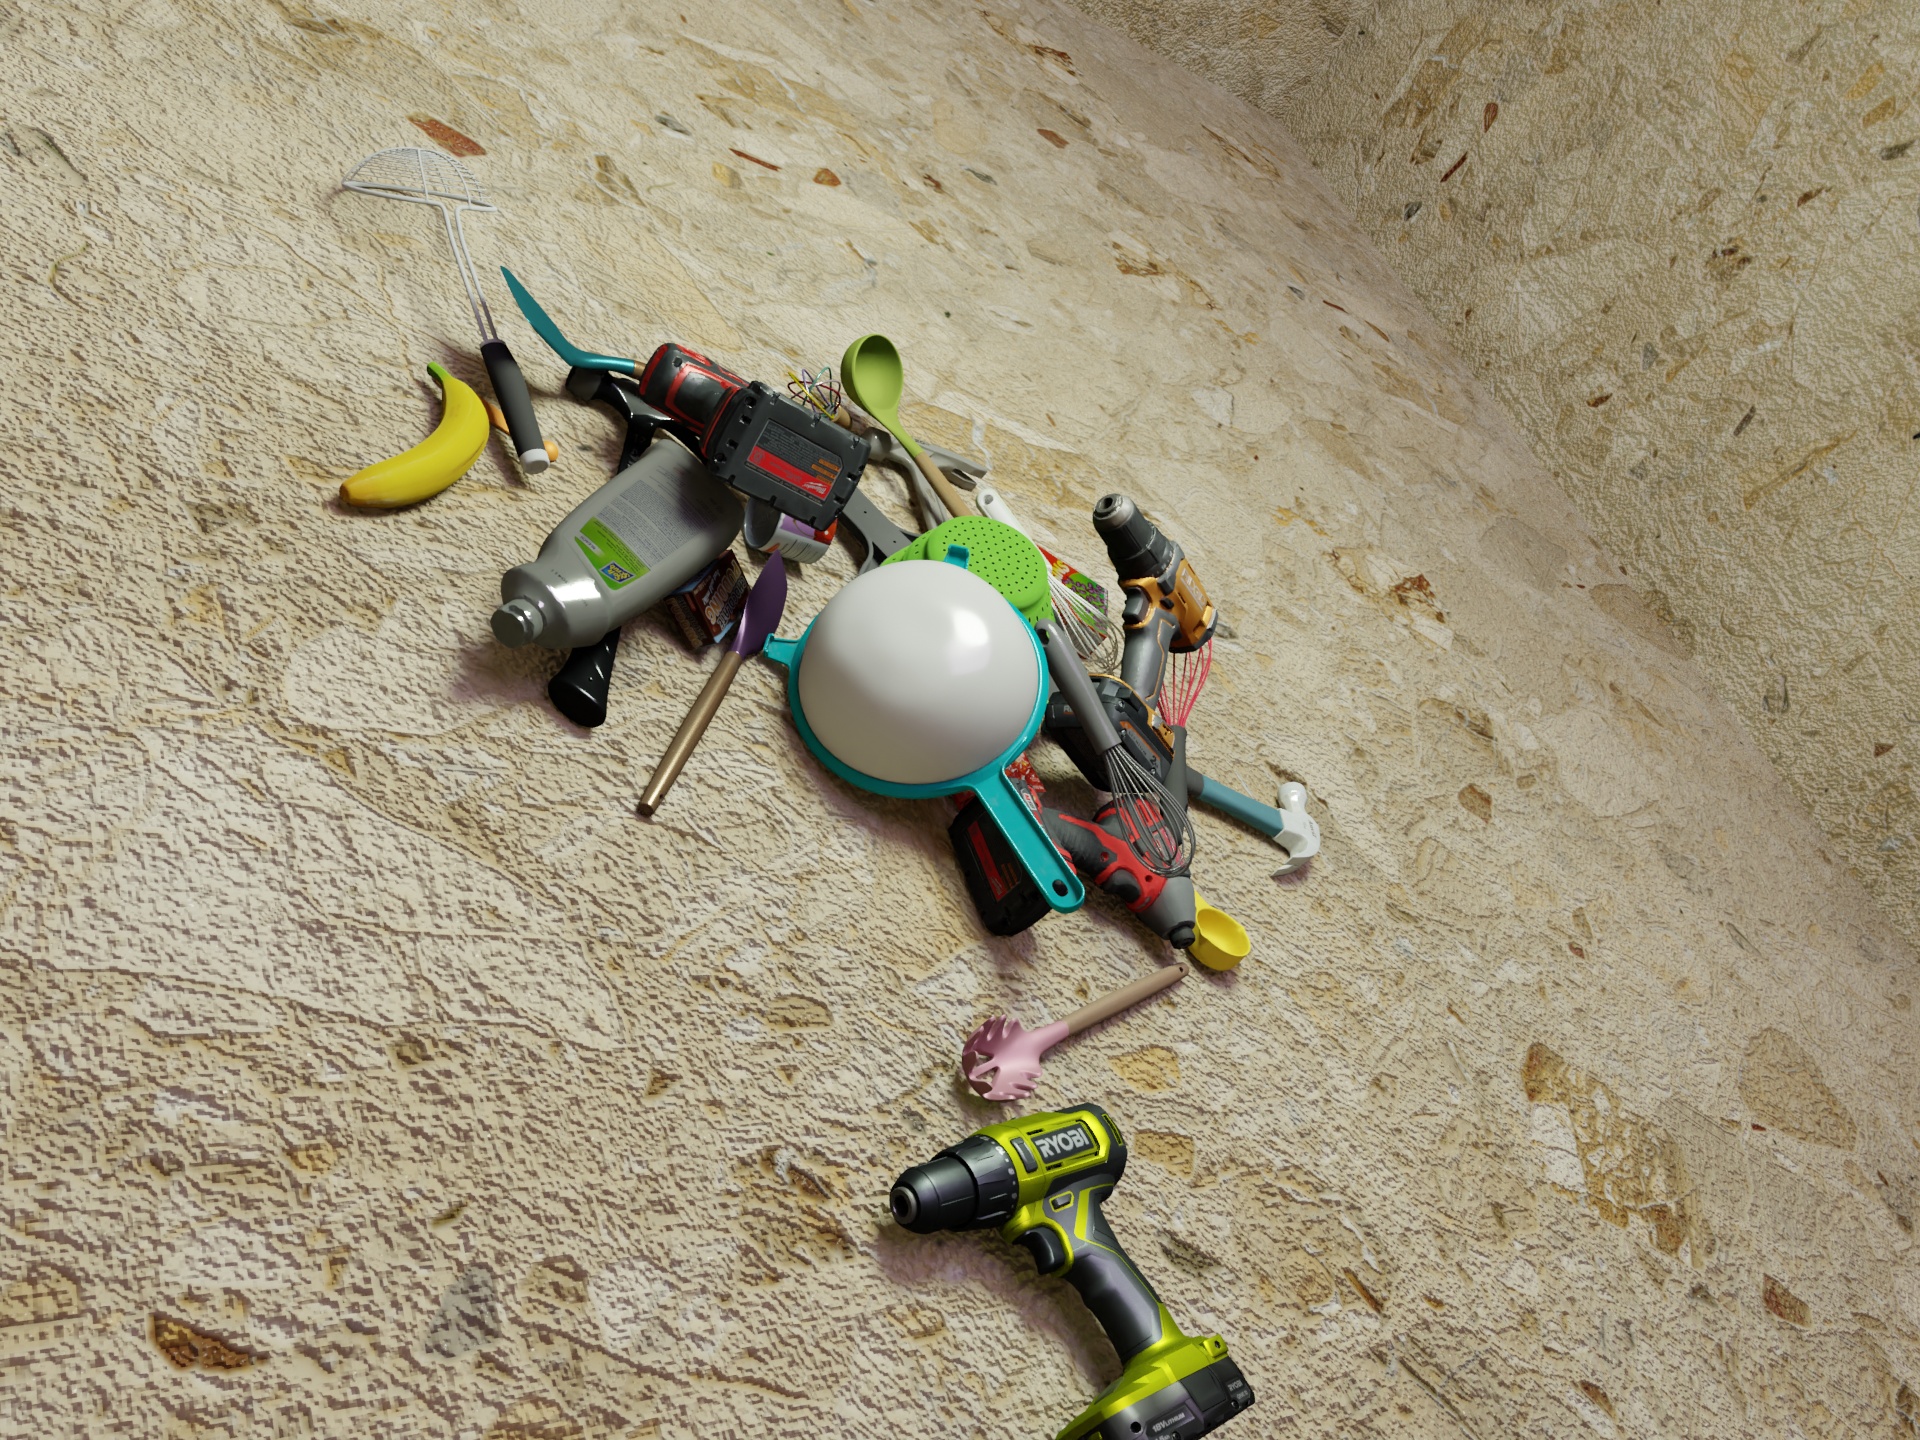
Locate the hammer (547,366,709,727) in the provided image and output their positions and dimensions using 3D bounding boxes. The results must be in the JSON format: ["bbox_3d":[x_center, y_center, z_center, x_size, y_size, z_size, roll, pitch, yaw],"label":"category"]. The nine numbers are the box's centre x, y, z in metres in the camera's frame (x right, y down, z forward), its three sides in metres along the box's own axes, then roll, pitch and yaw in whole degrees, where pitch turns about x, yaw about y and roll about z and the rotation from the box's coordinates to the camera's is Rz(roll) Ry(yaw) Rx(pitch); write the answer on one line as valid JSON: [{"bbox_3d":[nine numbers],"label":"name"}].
[{"bbox_3d":[-0.270,-0.144,1.269,0.149,0.036,0.409,26,38,-24],"label":"hammer"}]

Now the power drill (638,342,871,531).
[{"bbox_3d":[-0.153,-0.229,1.302,0.187,0.080,0.227,25,10,-33],"label":"power drill"}]

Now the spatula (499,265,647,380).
[{"bbox_3d":[-0.260,-0.307,1.386,0.317,0.044,0.082,11,37,-45],"label":"spatula"}]

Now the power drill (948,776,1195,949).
[{"bbox_3d":[0.107,0.123,1.318,0.219,0.078,0.143,10,46,-43],"label":"power drill"}]

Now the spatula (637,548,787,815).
[{"bbox_3d":[-0.184,-0.031,1.230,0.018,0.059,0.316,2,37,15],"label":"spatula"}]

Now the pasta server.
[{"bbox_3d":[0.098,0.228,1.224,0.316,0.040,0.060,-12,73,-52],"label":"pasta server"}]

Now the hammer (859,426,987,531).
[{"bbox_3d":[0.000,-0.143,1.536,0.149,0.036,0.359,15,42,-34],"label":"hammer"}]

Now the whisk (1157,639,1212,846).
[{"bbox_3d":[0.202,-0.003,1.500,0.073,0.073,0.296,27,47,-22],"label":"whisk"}]

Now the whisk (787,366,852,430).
[{"bbox_3d":[-0.127,-0.296,1.487,0.047,0.051,0.245,19,5,2],"label":"whisk"}]

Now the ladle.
[{"bbox_3d":[-0.019,-0.246,1.553,0.078,0.062,0.320,-15,65,-51],"label":"ladle"}]

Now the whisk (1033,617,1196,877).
[{"bbox_3d":[0.123,0.020,1.303,0.055,0.055,0.239,-21,80,-53],"label":"whisk"}]

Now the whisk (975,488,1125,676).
[{"bbox_3d":[0.082,-0.135,1.531,0.247,0.058,0.059,56,2,26],"label":"whisk"}]

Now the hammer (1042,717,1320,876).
[{"bbox_3d":[0.218,0.057,1.537,0.330,0.033,0.128,25,36,-23],"label":"hammer"}]

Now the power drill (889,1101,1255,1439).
[{"bbox_3d":[0.067,0.361,1.014,0.190,0.080,0.229,-1,50,-46],"label":"power drill"}]

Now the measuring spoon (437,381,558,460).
[{"bbox_3d":[-0.378,-0.250,1.297,0.117,0.011,0.021,35,35,-11],"label":"measuring spoon"}]

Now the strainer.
[{"bbox_3d":[-0.002,-0.004,1.224,0.211,0.095,0.341,-27,63,-14],"label":"strainer"}]

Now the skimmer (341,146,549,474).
[{"bbox_3d":[-0.418,-0.343,1.334,0.127,0.090,0.363,-6,65,-41],"label":"skimmer"}]

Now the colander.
[{"bbox_3d":[-0.041,-0.169,1.433,0.204,0.094,0.397,-28,66,-38],"label":"colander"}]

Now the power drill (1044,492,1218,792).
[{"bbox_3d":[0.148,-0.073,1.413,0.185,0.084,0.226,49,52,-40],"label":"power drill"}]

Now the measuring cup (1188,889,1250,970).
[{"bbox_3d":[0.195,0.161,1.415,0.062,0.029,0.157,-1,41,-46],"label":"measuring cup"}]
